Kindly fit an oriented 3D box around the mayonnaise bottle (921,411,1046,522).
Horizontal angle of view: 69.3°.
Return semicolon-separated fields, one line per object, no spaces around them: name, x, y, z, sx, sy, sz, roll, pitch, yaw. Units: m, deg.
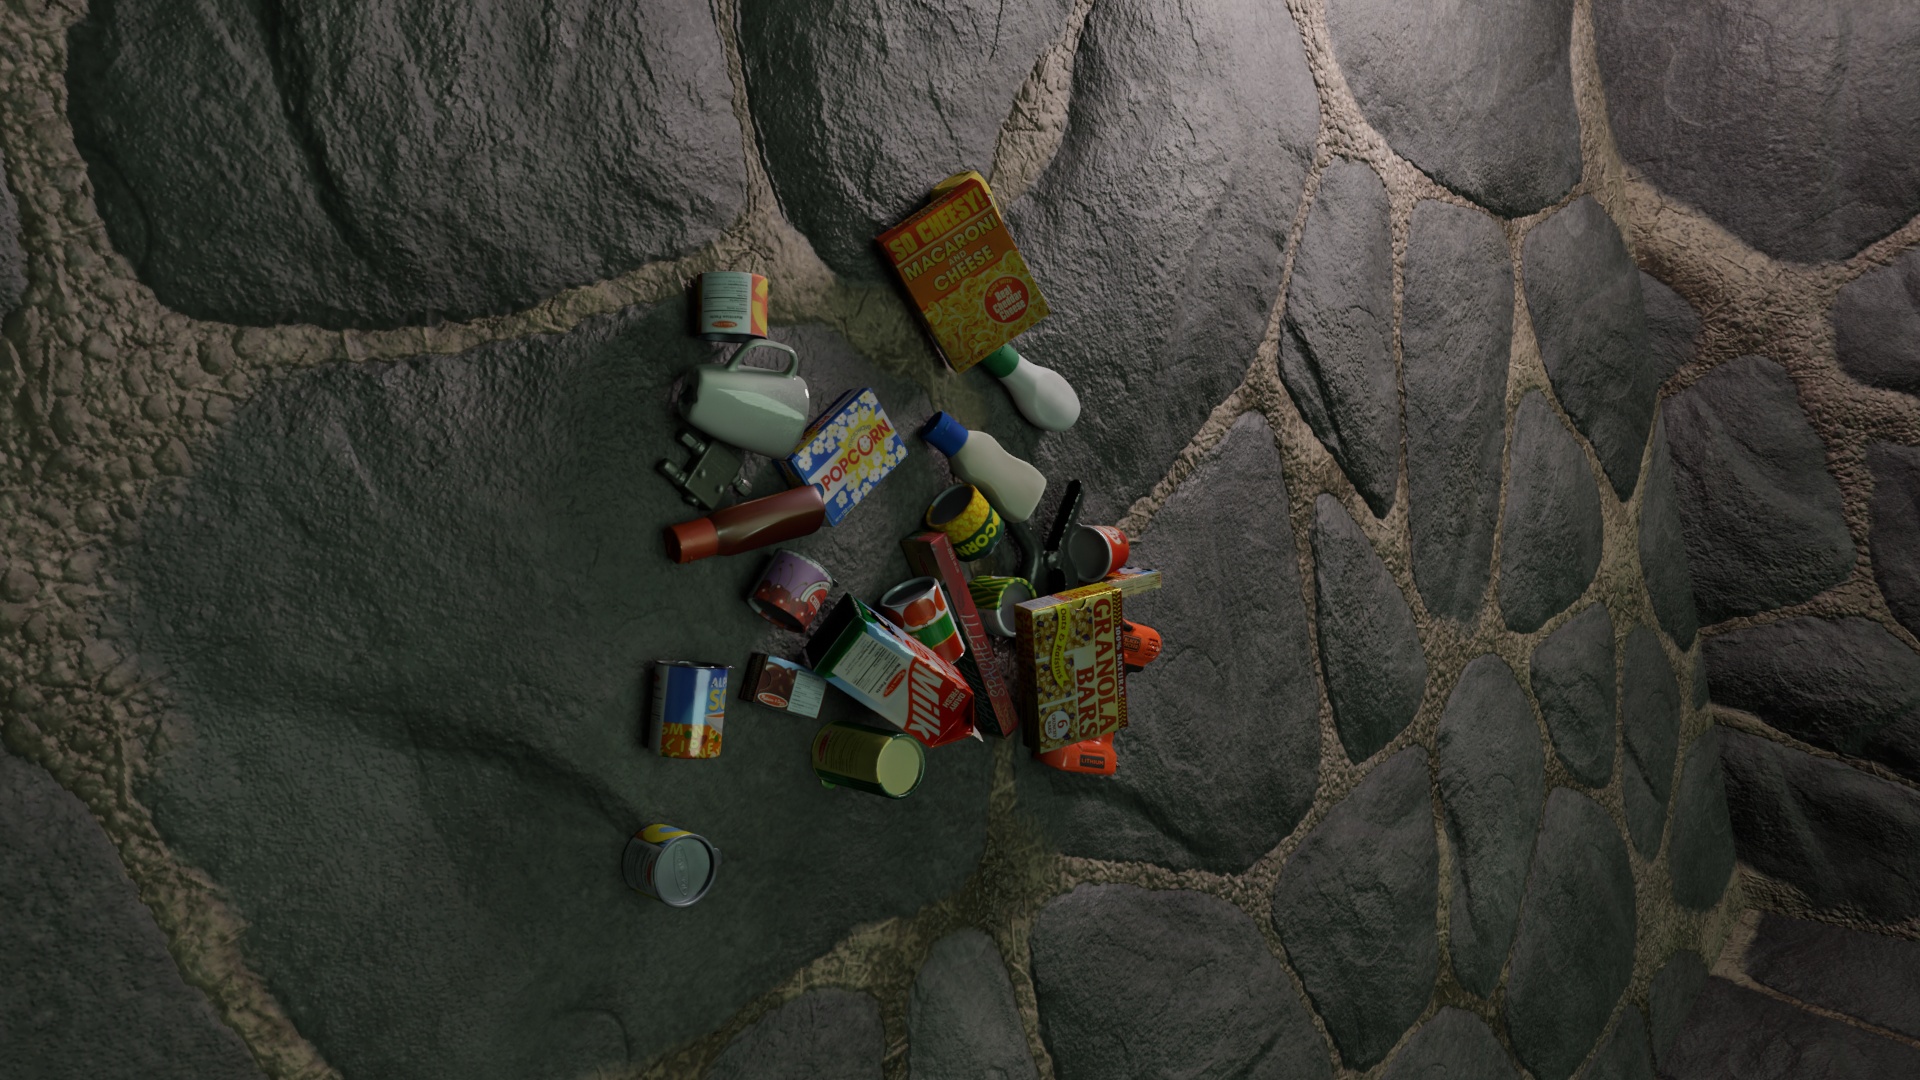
mayonnaise bottle;0.024;-0.084;1.512;0.148;0.041;0.065;38;66;-21

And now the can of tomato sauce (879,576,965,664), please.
can of tomato sauce;-0.041;0.090;1.458;0.071;0.071;0.083;-36;114;-36

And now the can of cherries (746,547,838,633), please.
can of cherries;-0.162;0.050;1.341;0.071;0.071;0.058;45;62;-34

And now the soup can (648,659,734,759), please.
soup can;-0.246;0.153;1.267;0.071;0.071;0.083;6;87;-43

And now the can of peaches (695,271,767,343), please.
can of peaches;-0.213;-0.217;1.294;0.071;0.071;0.058;0;91;-43

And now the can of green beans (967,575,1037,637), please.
can of green beans;0.044;0.073;1.542;0.071;0.058;0.071;-1;92;-43

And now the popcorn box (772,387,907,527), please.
popcorn box;-0.119;-0.085;1.401;0.127;0.038;0.085;-48;122;-32

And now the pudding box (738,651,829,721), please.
pudding box;-0.171;0.143;1.362;0.083;0.030;0.050;24;76;-41

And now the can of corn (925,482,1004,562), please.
can of corn;0.005;-0.019;1.496;0.058;0.071;0.071;49;60;-31

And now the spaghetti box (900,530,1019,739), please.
spaghetti box;0.001;0.104;1.509;0.029;0.050;0.249;-36;114;-35

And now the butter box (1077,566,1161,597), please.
butter box;0.191;0.052;1.683;0.104;0.053;0.024;-11;101;-42

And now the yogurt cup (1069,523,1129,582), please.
yogurt cup;0.164;0.013;1.651;0.054;0.072;0.072;-11;98;-51

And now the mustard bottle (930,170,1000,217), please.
mustard bottle;0.024;-0.322;1.521;0.065;0.049;0.159;-42;118;-30

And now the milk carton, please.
milk carton;-0.057;0.140;1.393;0.190;0.072;0.073;36;95;-20

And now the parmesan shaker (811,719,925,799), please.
parmesan shaker;-0.092;0.221;1.388;0.071;0.103;0.071;-2;94;-43

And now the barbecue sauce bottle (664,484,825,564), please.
barbecue sauce bottle;-0.203;-0.013;1.311;0.149;0.064;0.044;-17;73;-33

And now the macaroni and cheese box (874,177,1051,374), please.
macaroni and cheese box;0.003;-0.280;1.475;0.124;0.040;0.166;-34;117;-4

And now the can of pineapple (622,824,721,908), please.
can of pineapple;-0.263;0.295;1.261;0.071;0.058;0.071;-2;93;-43

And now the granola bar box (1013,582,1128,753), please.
granola bar box;0.125;0.141;1.542;0.124;0.039;0.165;-12;105;-30

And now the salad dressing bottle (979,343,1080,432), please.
salad dressing bottle;0.075;-0.179;1.578;0.147;0.044;0.064;37;69;-36
